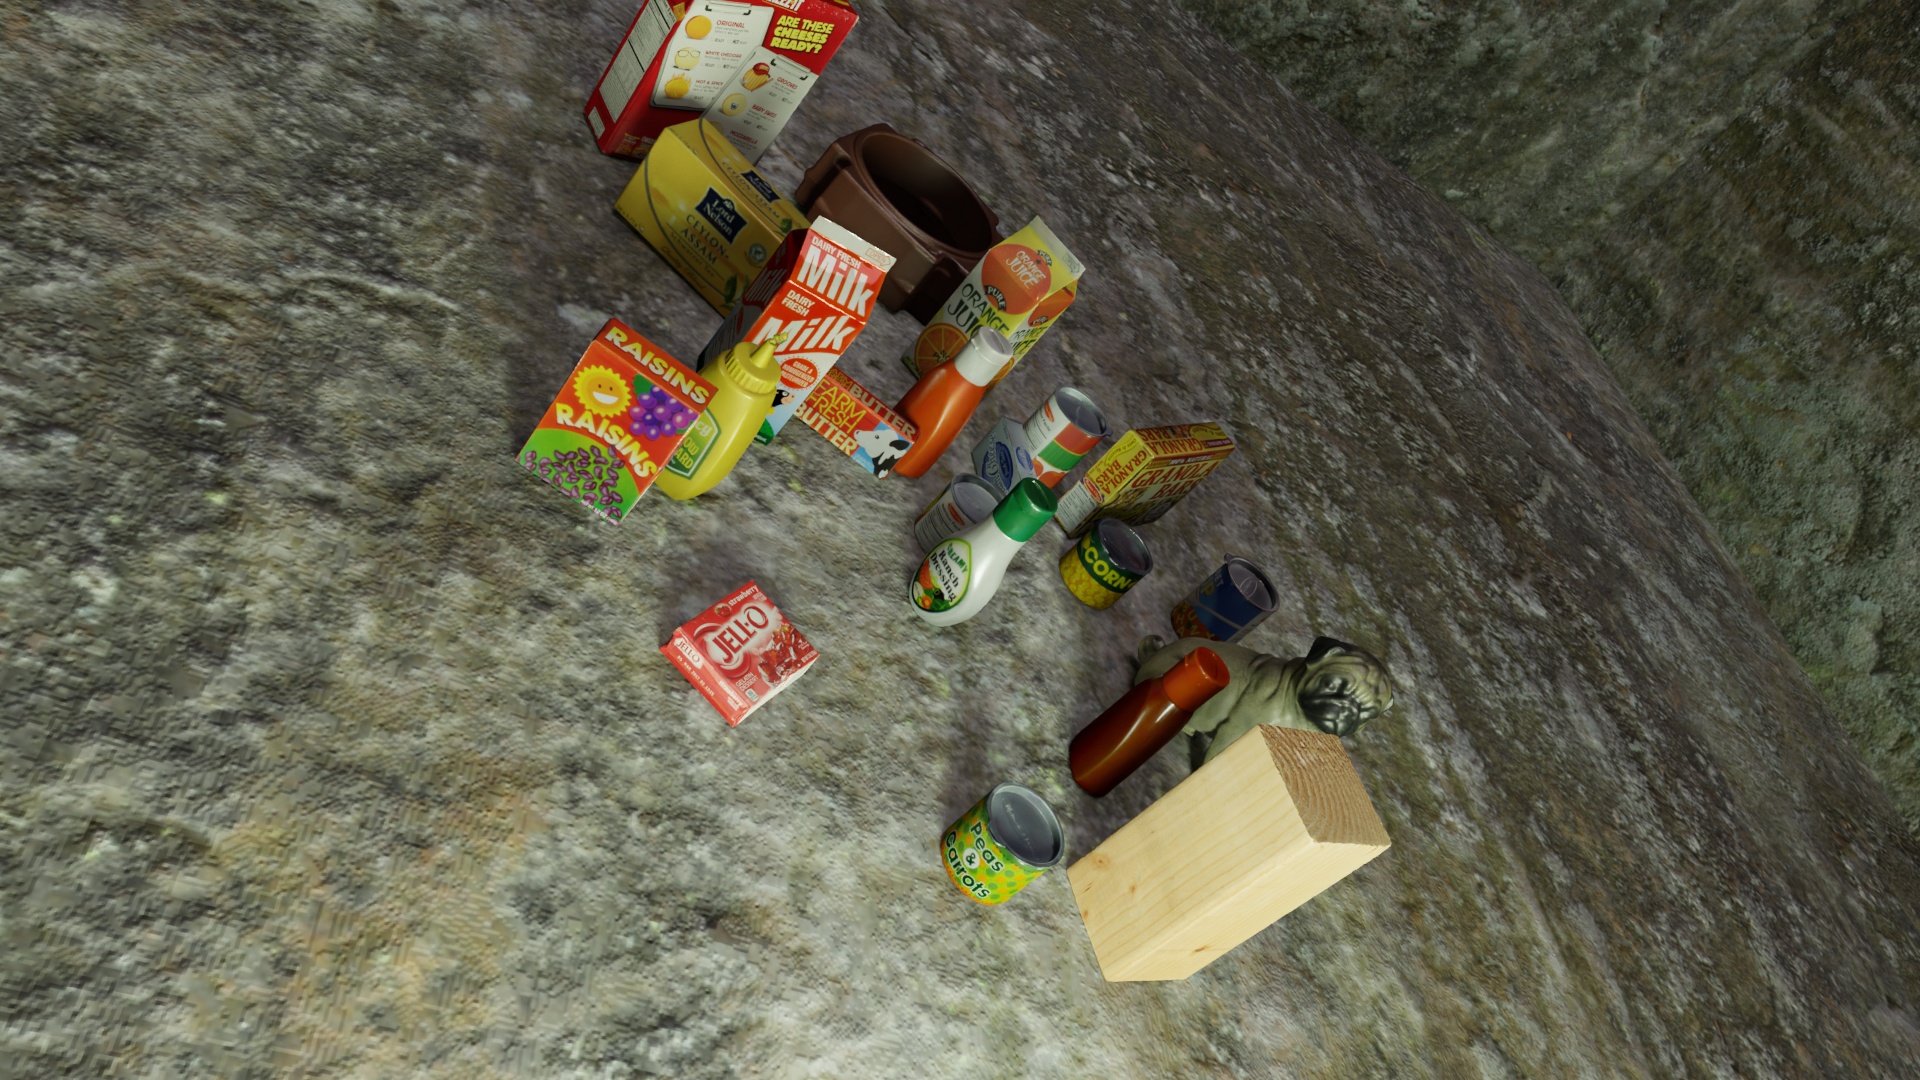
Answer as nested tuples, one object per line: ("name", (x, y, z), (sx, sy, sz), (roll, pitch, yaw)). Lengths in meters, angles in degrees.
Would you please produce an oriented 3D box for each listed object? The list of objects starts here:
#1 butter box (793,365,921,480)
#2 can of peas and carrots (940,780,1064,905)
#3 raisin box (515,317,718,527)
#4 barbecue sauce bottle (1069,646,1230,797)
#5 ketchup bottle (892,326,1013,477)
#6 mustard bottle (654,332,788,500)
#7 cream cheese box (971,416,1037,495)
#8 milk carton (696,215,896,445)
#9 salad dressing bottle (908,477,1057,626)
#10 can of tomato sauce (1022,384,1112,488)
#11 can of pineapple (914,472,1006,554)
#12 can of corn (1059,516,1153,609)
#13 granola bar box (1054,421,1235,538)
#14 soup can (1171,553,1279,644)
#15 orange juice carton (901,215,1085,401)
("butter box", (-0.090, -0.102, 1.186), (0.103, 0.053, 0.024), (38, 33, -9))
("can of peas and carrots", (0.027, 0.210, 0.958), (0.071, 0.058, 0.071), (28, 36, -23))
("raisin box", (-0.234, -0.079, 0.943), (0.086, 0.123, 0.040), (36, 34, -12))
("barbecue sauce bottle", (0.146, 0.138, 1.082), (0.043, 0.148, 0.065), (34, 34, -15))
("ketchup bottle", (-0.013, -0.123, 1.203), (0.043, 0.148, 0.065), (10, 46, -41))
("mustard bottle", (-0.171, -0.097, 0.996), (0.065, 0.159, 0.049), (49, 33, 7))
("cream cheese box", (0.042, -0.059, 1.278), (0.024, 0.053, 0.104), (20, 40, -32))
("milk carton", (-0.132, -0.171, 1.092), (0.072, 0.189, 0.074), (26, 37, -26))
("salad dressing bottle", (0.018, 0.009, 1.091), (0.044, 0.147, 0.064), (5, 49, -44))
("can of tomato sauce", (0.094, -0.099, 1.351), (0.071, 0.082, 0.071), (28, 36, -23))
("can of pineapple", (0.004, -0.015, 1.185), (0.071, 0.057, 0.071), (28, 36, -23))
("can of corn", (0.133, 0.023, 1.279), (0.071, 0.058, 0.071), (28, 36, -23))
("granola bar box", (0.181, -0.060, 1.363), (0.166, 0.123, 0.039), (-10, 61, -51))
("soup can", (0.252, 0.064, 1.337), (0.071, 0.083, 0.072), (28, 36, -23))
("orange juice carton", (0.036, -0.215, 1.318), (0.072, 0.191, 0.073), (52, 34, 12))
